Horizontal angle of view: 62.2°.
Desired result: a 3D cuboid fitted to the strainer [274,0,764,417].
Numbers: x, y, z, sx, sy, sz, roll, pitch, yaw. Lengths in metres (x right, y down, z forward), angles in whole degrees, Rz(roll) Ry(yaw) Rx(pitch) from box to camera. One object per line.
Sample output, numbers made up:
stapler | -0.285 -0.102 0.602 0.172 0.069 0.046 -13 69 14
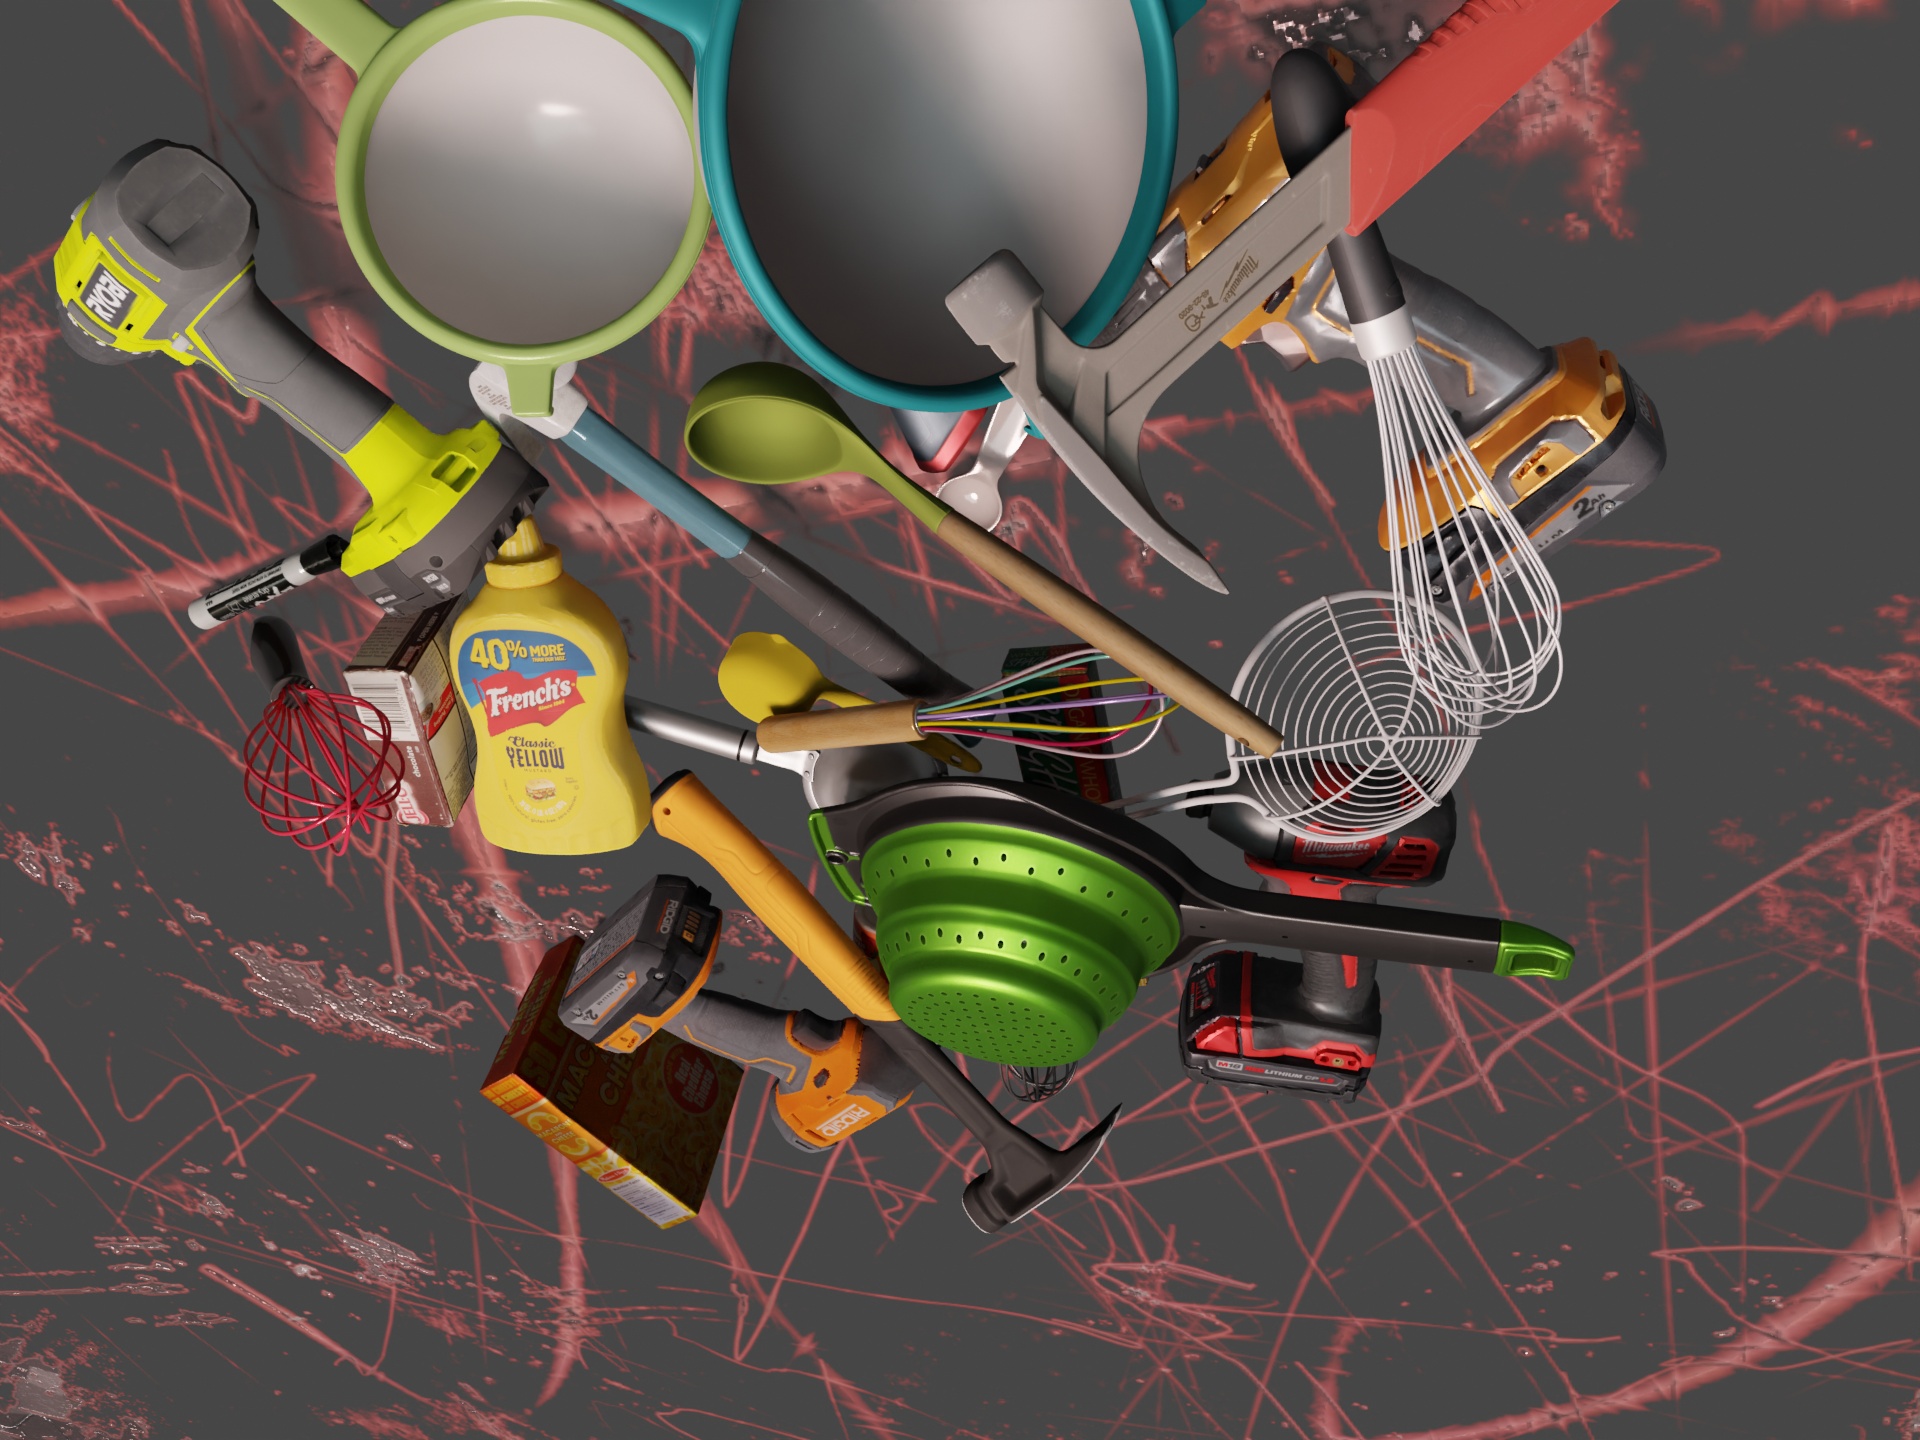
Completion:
strainer | -0.214 -0.252 0.661 0.256 0.069 0.151 40 90 -1

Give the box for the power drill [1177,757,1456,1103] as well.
power drill | 0.190 0.115 0.914 0.143 0.079 0.219 8 128 5

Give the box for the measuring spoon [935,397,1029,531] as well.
measuring spoon | 0.023 -0.144 0.774 0.034 0.018 0.124 24 123 -9

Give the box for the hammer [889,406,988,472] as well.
hammer | -0.095 -0.269 0.676 0.143 0.038 0.385 -12 126 22

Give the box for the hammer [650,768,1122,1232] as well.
hammer | -0.057 0.154 0.944 0.337 0.034 0.127 46 124 3

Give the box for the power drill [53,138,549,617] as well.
power drill | -0.331 -0.156 0.774 0.228 0.080 0.190 44 151 -25

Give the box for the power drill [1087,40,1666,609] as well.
power drill | 0.166 -0.149 0.696 0.226 0.084 0.185 39 126 -14

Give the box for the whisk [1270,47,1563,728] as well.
whisk | 0.178 -0.125 0.630 0.070 0.070 0.284 -16 110 23

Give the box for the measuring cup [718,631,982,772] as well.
measuring cup | -0.063 0.001 0.874 0.156 0.029 0.062 26 147 7

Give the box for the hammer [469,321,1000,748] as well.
hammer | -0.102 -0.082 0.806 0.330 0.033 0.128 37 166 -27

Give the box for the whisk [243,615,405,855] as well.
whisk | -0.341 -0.005 0.820 0.073 0.296 0.073 -11 114 -26

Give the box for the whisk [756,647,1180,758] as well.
whisk | -0.002 -0.002 0.806 0.245 0.047 0.051 -6 145 28

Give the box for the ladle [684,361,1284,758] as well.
ladle | 0.007 -0.069 0.741 0.320 0.062 0.078 35 161 11

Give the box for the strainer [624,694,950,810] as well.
strainer | -0.115 0.020 0.921 0.258 0.050 0.086 16 115 2

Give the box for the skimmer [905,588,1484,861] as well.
skimmer | 0.095 0.031 0.848 0.363 0.090 0.127 -18 115 40

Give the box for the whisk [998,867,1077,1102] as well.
whisk | 0.044 0.153 0.995 0.055 0.055 0.238 1 125 11

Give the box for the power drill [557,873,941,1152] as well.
power drill | -0.126 0.193 1.037 0.226 0.084 0.164 33 131 -21

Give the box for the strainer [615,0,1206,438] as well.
strainer | -0.072 -0.241 0.577 0.340 0.095 0.211 12 100 -38

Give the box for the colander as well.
colander | 0.104 0.128 0.819 0.397 0.095 0.204 6 148 16

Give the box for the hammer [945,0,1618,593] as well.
hammer | 0.173 -0.212 0.563 0.359 0.037 0.149 -41 102 7
